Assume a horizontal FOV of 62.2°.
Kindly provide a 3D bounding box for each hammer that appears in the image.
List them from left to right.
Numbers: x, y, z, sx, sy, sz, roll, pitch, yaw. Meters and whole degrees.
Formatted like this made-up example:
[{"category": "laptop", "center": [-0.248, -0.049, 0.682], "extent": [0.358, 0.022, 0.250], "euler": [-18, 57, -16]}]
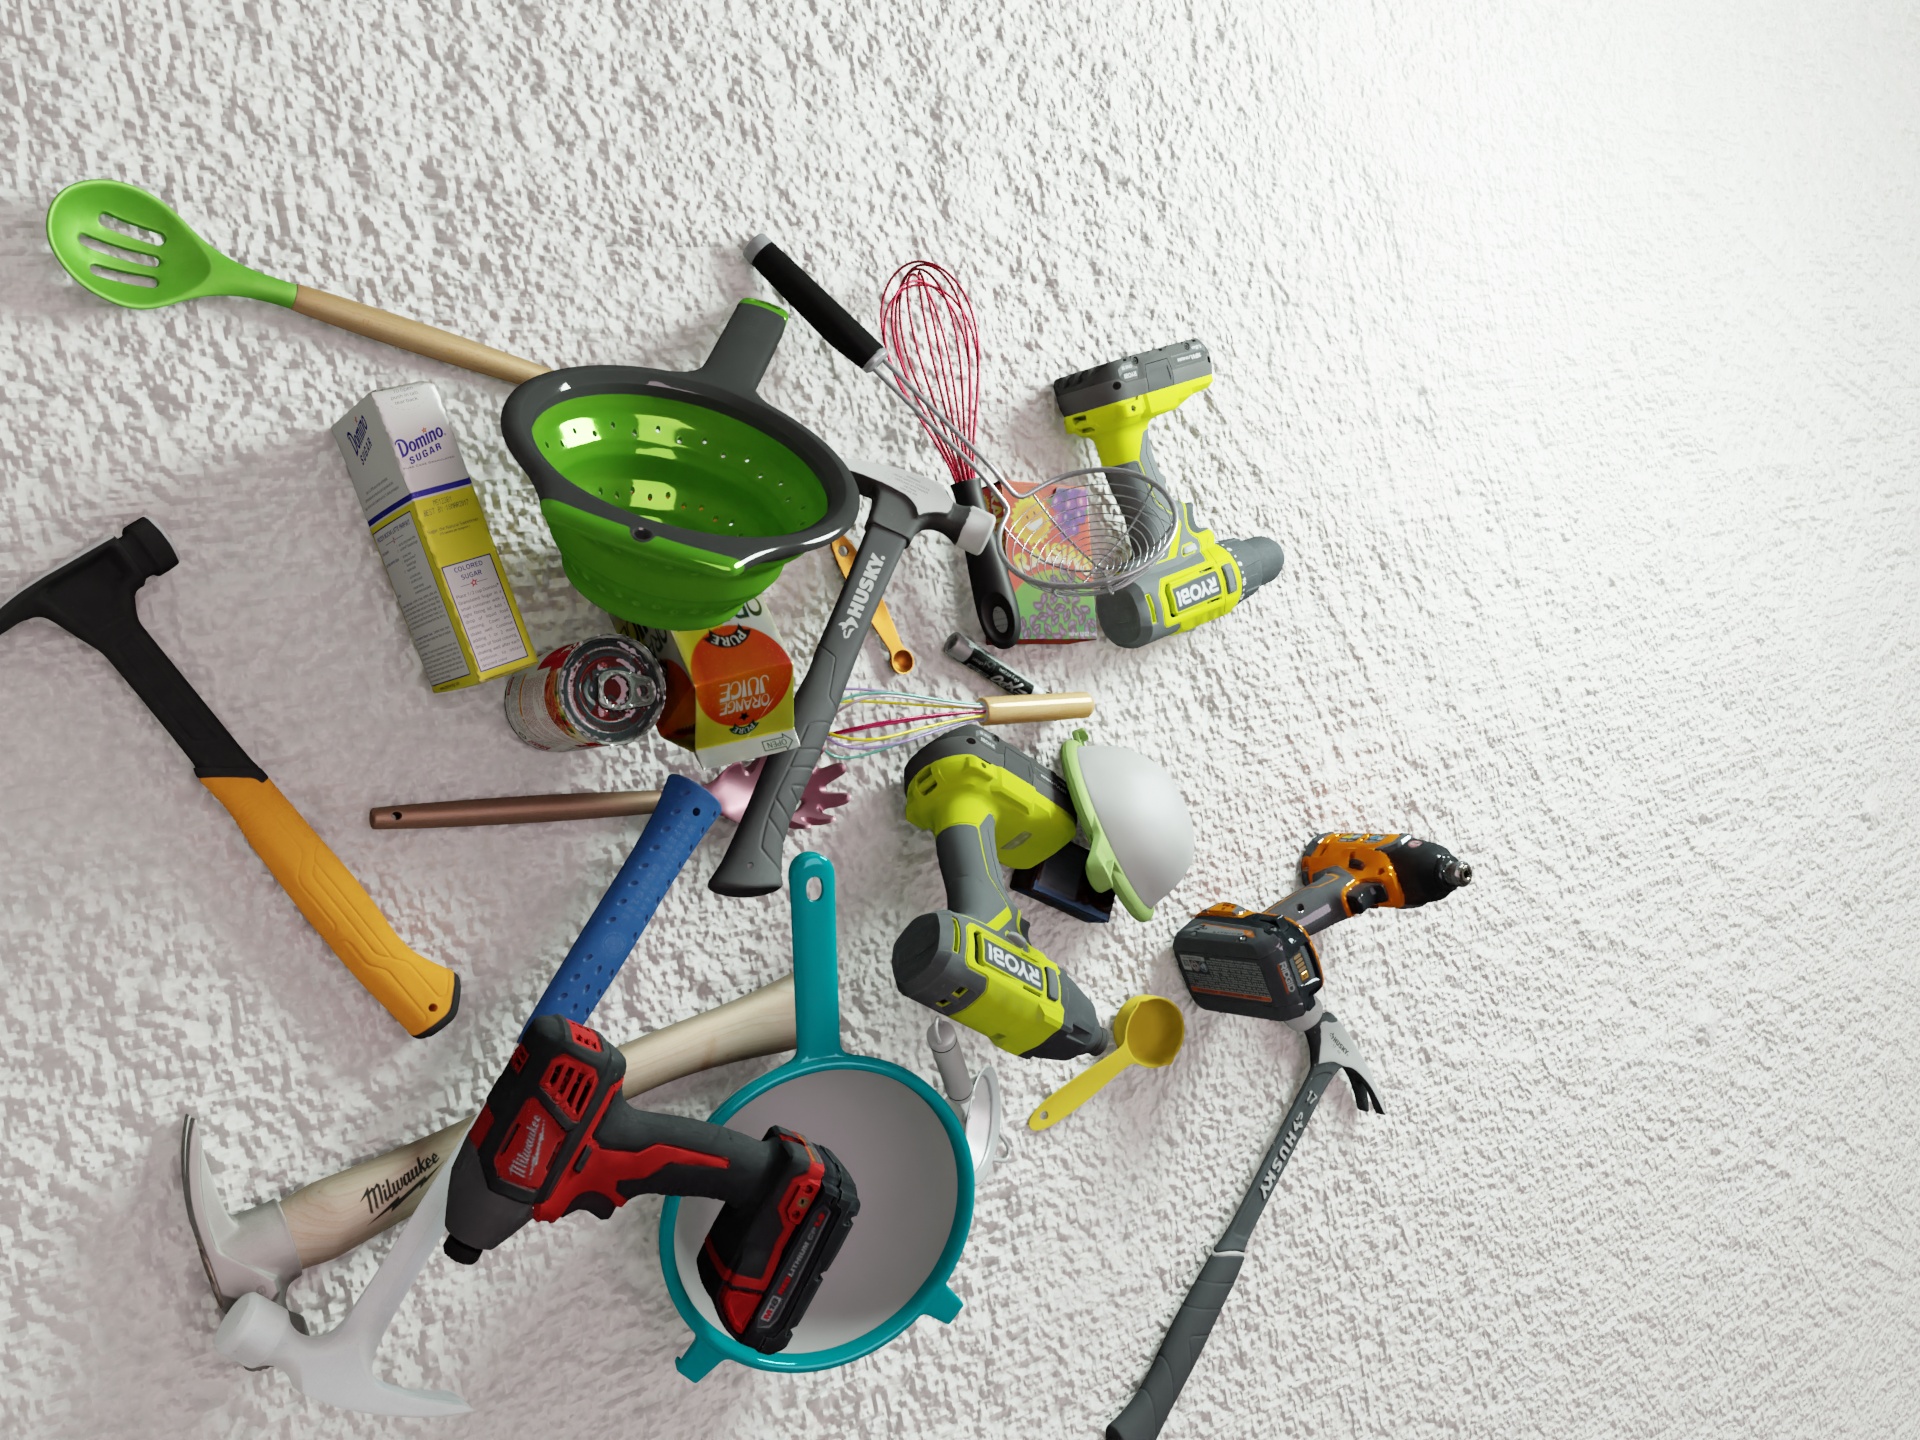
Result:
[{"category": "hammer", "center": [-0.407, 0.055, 0.908], "extent": [0.127, 0.034, 0.336], "euler": [-44, 110, -30]}, {"category": "hammer", "center": [-0.257, 0.213, 0.952], "extent": [0.144, 0.035, 0.406], "euler": [41, 64, -26]}, {"category": "hammer", "center": [-0.261, 0.235, 0.994], "extent": [0.410, 0.038, 0.146], "euler": [-20, 96, -35]}, {"category": "hammer", "center": [-0.096, -0.032, 1.089], "extent": [0.146, 0.035, 0.335], "euler": [24, 68, -7]}, {"category": "hammer", "center": [0.233, 0.428, 1.321], "extent": [0.149, 0.036, 0.409], "euler": [47, 63, -24]}]

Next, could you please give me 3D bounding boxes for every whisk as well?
[{"category": "whisk", "center": [-0.001, -0.002, 1.181], "extent": [0.245, 0.047, 0.051], "euler": [-4, 95, -32]}, {"category": "whisk", "center": [-0.001, -0.197, 1.185], "extent": [0.073, 0.073, 0.296], "euler": [-16, 94, -35]}]

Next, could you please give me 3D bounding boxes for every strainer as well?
[{"category": "strainer", "center": [-0.104, 0.247, 1.043], "extent": [0.211, 0.095, 0.340], "euler": [-4, 98, -23]}, {"category": "strainer", "center": [-0.001, 0.258, 1.108], "extent": [0.258, 0.050, 0.087], "euler": [78, 22, -56]}, {"category": "strainer", "center": [0.129, 0.079, 1.160], "extent": [0.069, 0.256, 0.151], "euler": [-25, 92, 10]}]

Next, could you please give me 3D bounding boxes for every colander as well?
[{"category": "colander", "center": [-0.162, -0.162, 0.989], "extent": [0.204, 0.094, 0.397], "euler": [18, 32, -7]}]

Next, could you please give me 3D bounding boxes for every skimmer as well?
[{"category": "skimmer", "center": [-0.007, -0.223, 1.108], "extent": [0.363, 0.090, 0.127], "euler": [44, 64, -1]}]

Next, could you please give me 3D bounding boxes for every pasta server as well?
[{"category": "pasta server", "center": [-0.219, 0.052, 1.038], "extent": [0.316, 0.040, 0.060], "euler": [-2, 76, -34]}]

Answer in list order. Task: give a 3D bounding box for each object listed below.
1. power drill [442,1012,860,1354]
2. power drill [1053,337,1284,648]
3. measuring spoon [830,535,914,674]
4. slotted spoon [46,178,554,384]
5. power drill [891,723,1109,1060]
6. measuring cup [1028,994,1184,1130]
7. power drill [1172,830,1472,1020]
[{"category": "power drill", "center": [-0.183, 0.275, 0.921], "extent": [0.219, 0.079, 0.143], "euler": [31, 85, -22]}, {"category": "power drill", "center": [0.177, -0.189, 1.311], "extent": [0.190, 0.080, 0.228], "euler": [-23, 101, -34]}, {"category": "measuring spoon", "center": [-0.067, -0.086, 1.174], "extent": [0.021, 0.011, 0.117], "euler": [-34, 101, -31]}, {"category": "slotted spoon", "center": [-0.377, -0.245, 0.961], "extent": [0.313, 0.031, 0.070], "euler": [13, 79, -35]}, {"category": "power drill", "center": [0.030, 0.125, 1.112], "extent": [0.171, 0.080, 0.223], "euler": [32, 35, -30]}, {"category": "measuring cup", "center": [0.110, 0.273, 1.260], "extent": [0.156, 0.029, 0.062], "euler": [-32, 104, -20]}, {"category": "power drill", "center": [0.306, 0.160, 1.317], "extent": [0.226, 0.164, 0.084], "euler": [-28, 102, -31]}]
